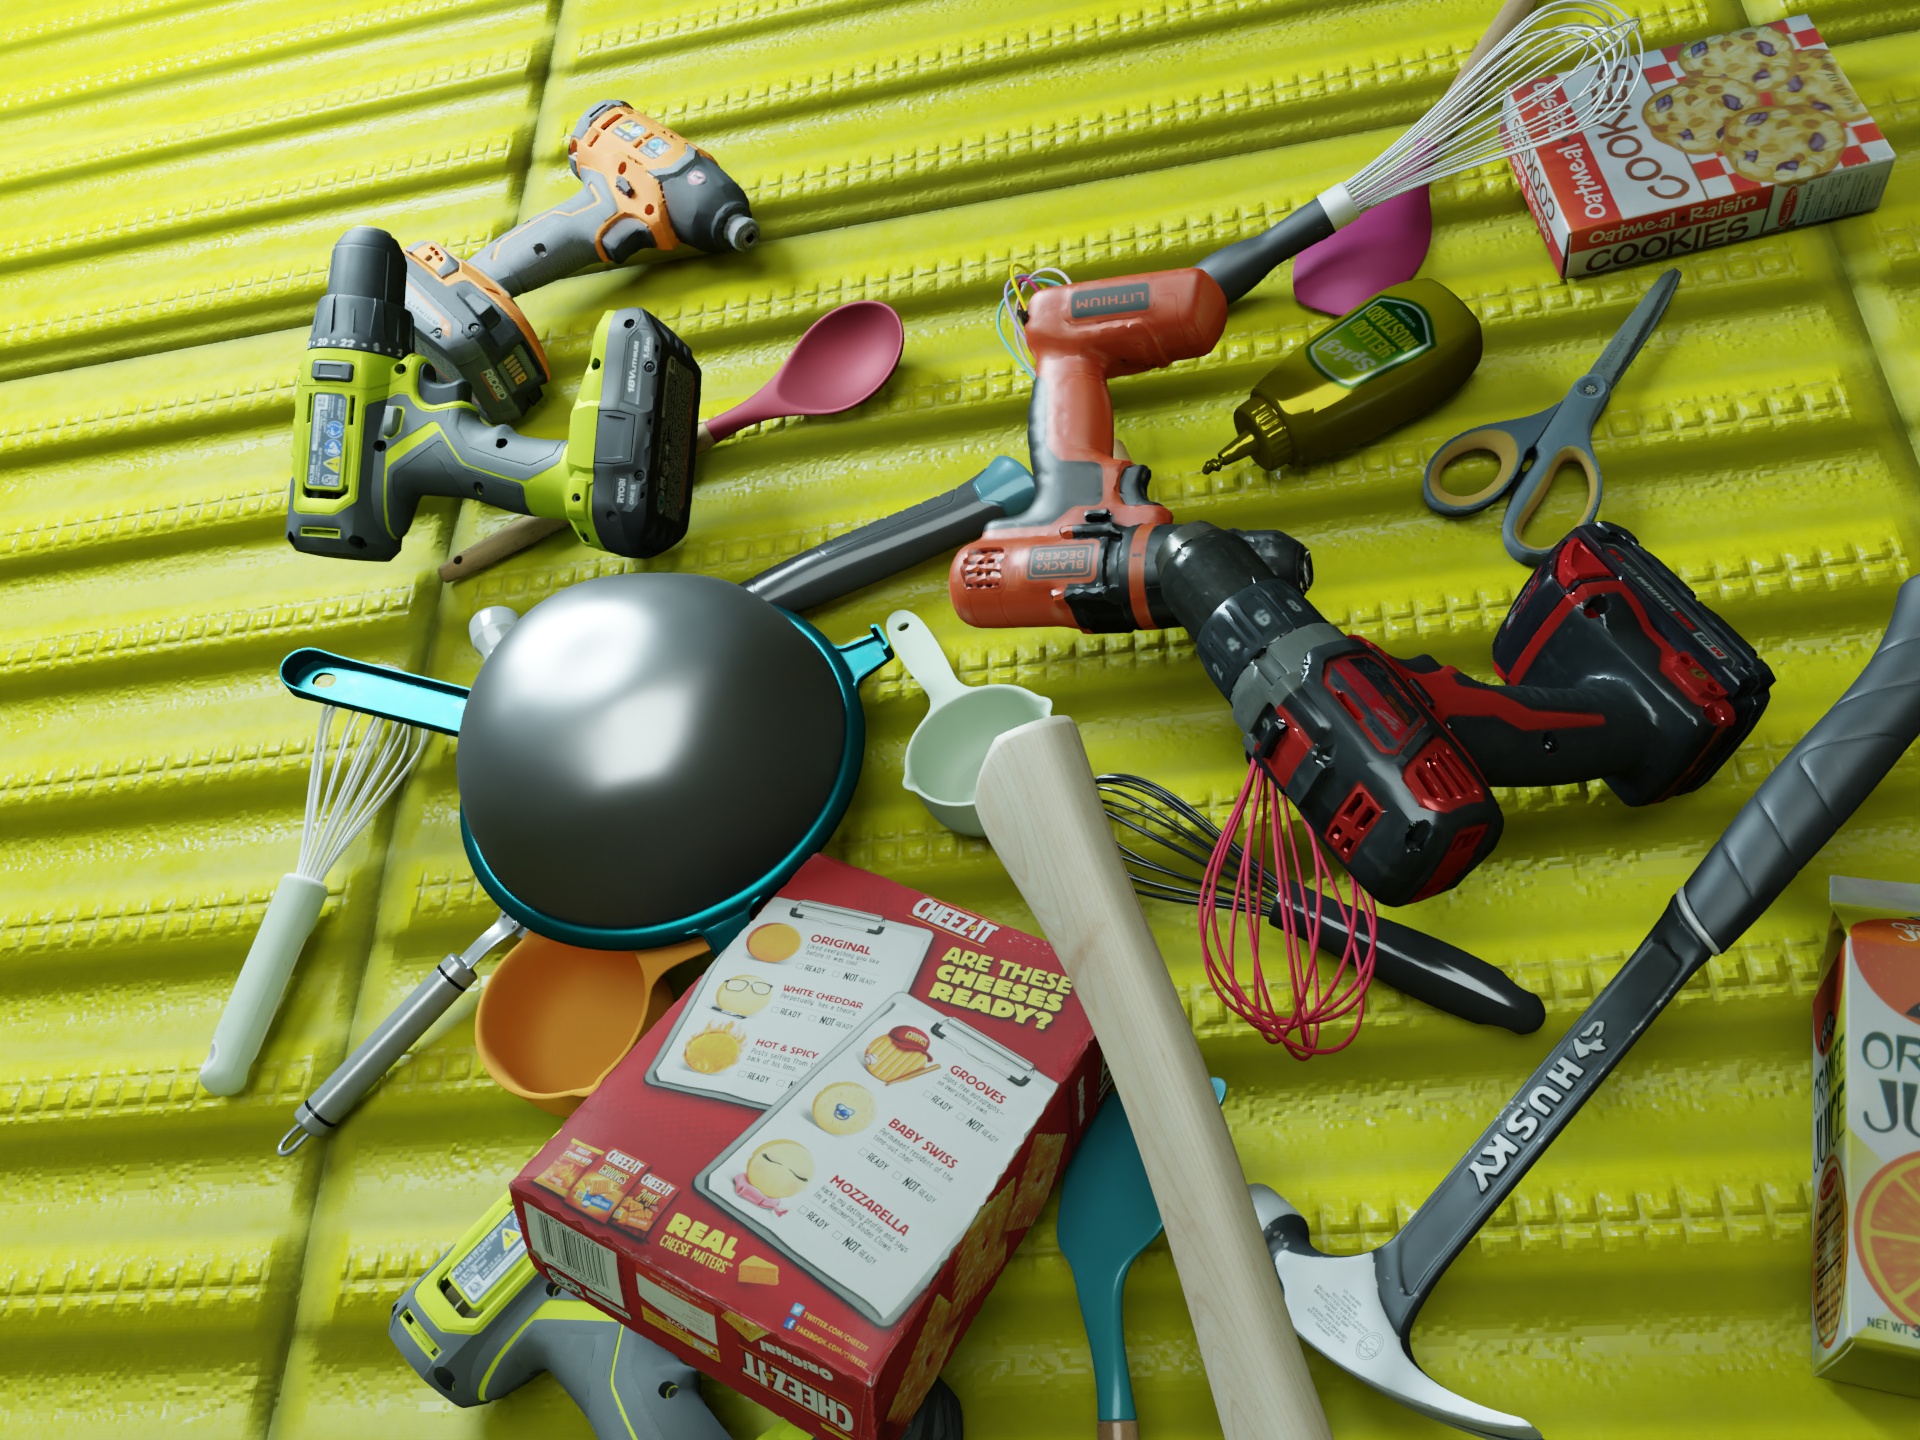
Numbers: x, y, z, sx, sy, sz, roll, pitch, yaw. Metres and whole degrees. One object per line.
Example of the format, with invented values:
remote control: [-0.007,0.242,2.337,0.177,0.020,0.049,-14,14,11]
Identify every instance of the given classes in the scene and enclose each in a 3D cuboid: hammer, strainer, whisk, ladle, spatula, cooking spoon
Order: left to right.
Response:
whisk: [-0.347,0.081,0.854,0.058,0.059,0.246,-15,53,51]
strainer: [-0.249,0.121,0.804,0.258,0.050,0.087,-47,44,-10]
strainer: [-0.217,-0.015,0.788,0.340,0.095,0.211,12,59,19]
ladle: [-0.173,-0.160,0.954,0.315,0.031,0.069,-28,64,1]
hammer: [-0.110,-0.068,0.878,0.331,0.033,0.128,-23,56,1]
whisk: [0.070,-0.166,0.881,0.051,0.047,0.245,-20,60,2]
spatula: [0.070,0.297,0.612,0.082,0.044,0.318,-21,60,39]
hammer: [0.101,0.186,0.576,0.146,0.038,0.411,-26,72,24]
whisk: [0.138,0.027,0.701,0.073,0.073,0.296,-7,38,12]
whisk: [0.145,0.081,0.714,0.239,0.055,0.055,24,69,22]
whisk: [0.238,-0.302,0.878,0.284,0.070,0.070,-29,56,17]
cooking spoon: [0.289,-0.359,0.947,0.069,0.017,0.319,25,70,26]
hammer: [0.278,0.095,0.617,0.409,0.036,0.149,-47,38,-5]

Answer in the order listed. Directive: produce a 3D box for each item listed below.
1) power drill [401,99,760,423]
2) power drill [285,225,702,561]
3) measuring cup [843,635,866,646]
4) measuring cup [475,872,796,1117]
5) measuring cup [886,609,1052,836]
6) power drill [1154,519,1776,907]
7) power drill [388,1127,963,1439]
power drill: [-0.245,-0.296,1.024,0.164,0.084,0.226,38,72,28]
power drill: [-0.271,-0.183,0.913,0.228,0.080,0.190,5,89,9]
measuring cup: [-0.083,0.018,0.831,0.062,0.029,0.157,15,54,23]
measuring cup: [-0.143,0.126,0.764,0.173,0.052,0.095,-28,57,-4]
measuring cup: [-0.001,-0.003,0.815,0.083,0.038,0.168,-30,41,-2]
power drill: [0.206,-0.025,0.675,0.226,0.080,0.188,-12,52,-29]
power drill: [-0.112,0.259,0.663,0.223,0.080,0.171,34,69,32]
